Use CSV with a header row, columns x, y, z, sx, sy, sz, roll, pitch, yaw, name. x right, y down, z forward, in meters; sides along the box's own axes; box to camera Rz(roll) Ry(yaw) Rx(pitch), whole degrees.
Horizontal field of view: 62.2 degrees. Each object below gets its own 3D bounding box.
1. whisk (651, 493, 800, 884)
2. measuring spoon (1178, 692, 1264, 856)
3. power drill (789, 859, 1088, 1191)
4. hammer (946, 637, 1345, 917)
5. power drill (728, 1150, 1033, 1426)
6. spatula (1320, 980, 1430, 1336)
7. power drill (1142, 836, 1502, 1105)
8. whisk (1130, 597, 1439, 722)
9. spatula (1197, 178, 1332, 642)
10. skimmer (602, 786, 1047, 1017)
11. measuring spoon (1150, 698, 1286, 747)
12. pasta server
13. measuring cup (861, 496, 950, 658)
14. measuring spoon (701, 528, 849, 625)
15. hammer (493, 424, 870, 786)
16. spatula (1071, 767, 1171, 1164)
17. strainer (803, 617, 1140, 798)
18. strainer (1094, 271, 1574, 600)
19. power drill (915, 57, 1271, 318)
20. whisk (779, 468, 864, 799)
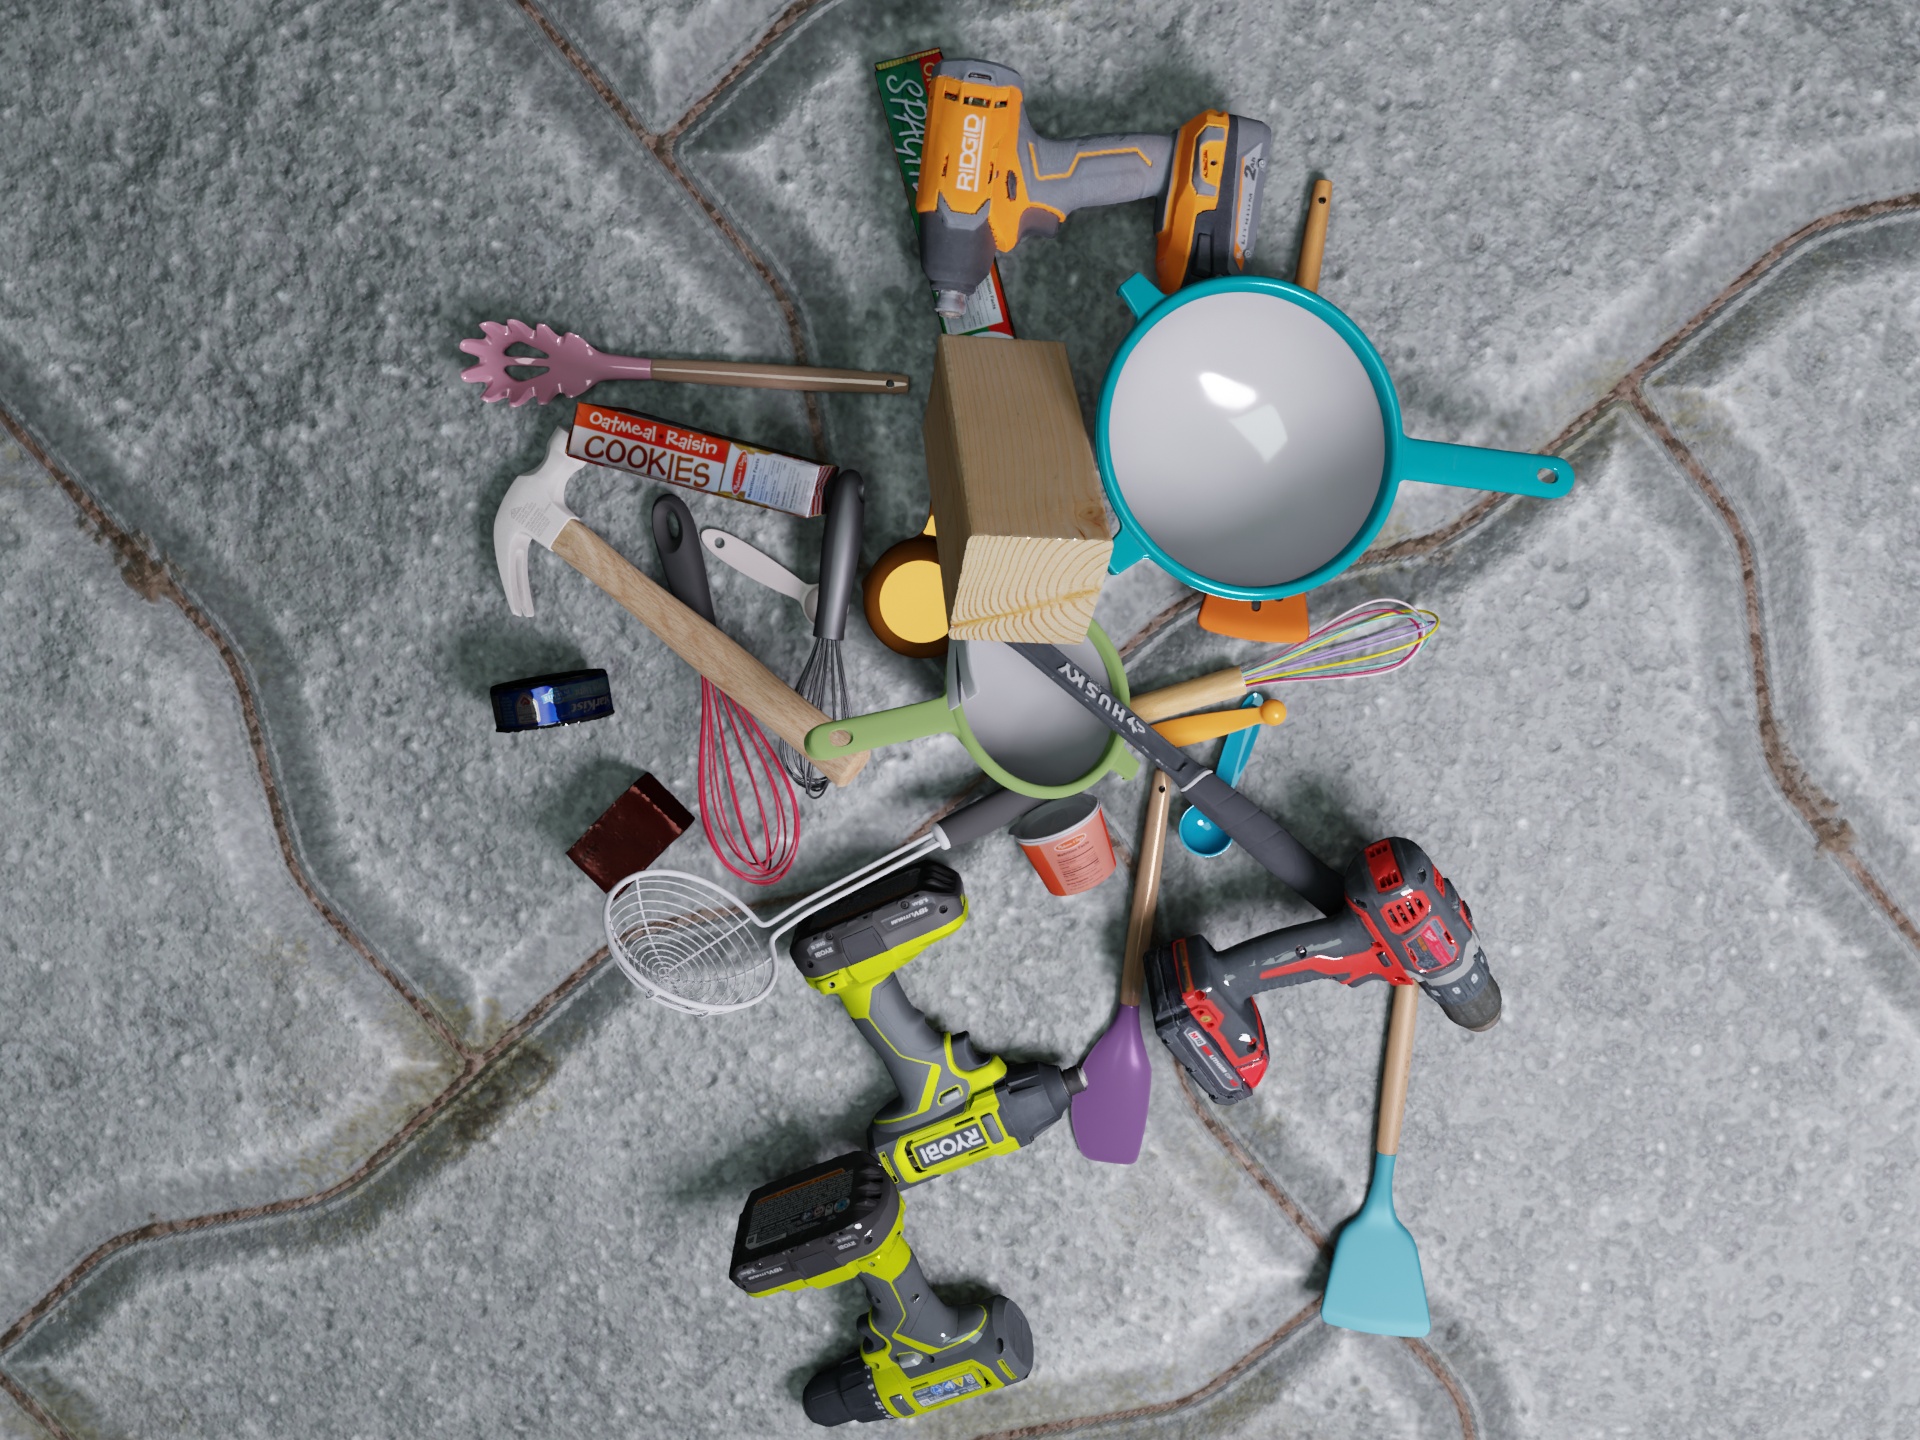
x,y,z,sx,sy,sz,roll,pitch,yaw,name
-0.178,-0.022,1.167,0.073,0.073,0.296,-15,92,5,whisk
0.197,0.040,1.185,0.042,0.021,0.128,21,91,-2,measuring spoon
-0.018,0.227,1.193,0.171,0.080,0.223,-23,102,7,power drill
0.151,0.034,1.118,0.408,0.149,0.036,38,140,-18,hammer
-0.076,0.447,1.208,0.190,0.080,0.228,-24,117,16,power drill
0.330,0.307,1.208,0.082,0.044,0.317,5,99,9,spatula
0.267,0.192,1.144,0.226,0.080,0.187,-28,124,18,power drill
0.227,-0.037,1.159,0.245,0.051,0.047,-17,57,10,whisk
0.231,-0.217,1.125,0.081,0.041,0.322,8,99,2,spatula
-0.070,0.094,1.115,0.363,0.090,0.127,-26,55,-14,skimmer
0.182,0.004,1.171,0.117,0.011,0.021,-12,80,11,measuring spoon
-0.195,-0.249,1.137,0.316,0.040,0.060,4,105,0,pasta server
-0.019,-0.128,1.142,0.095,0.052,0.173,12,102,0,measuring cup
-0.136,-0.108,1.173,0.124,0.018,0.034,31,102,4,measuring spoon
-0.200,-0.064,1.130,0.331,0.031,0.130,38,99,12,hammer
0.130,0.190,1.208,0.060,0.018,0.316,8,101,2,spatula
-0.002,-0.004,1.112,0.256,0.069,0.151,-13,85,-30,strainer
0.242,-0.177,1.080,0.340,0.095,0.211,5,88,-13,strainer
0.082,-0.344,1.074,0.226,0.084,0.164,7,98,-6,power drill
-0.093,-0.061,1.144,0.055,0.055,0.239,8,97,1,whisk
